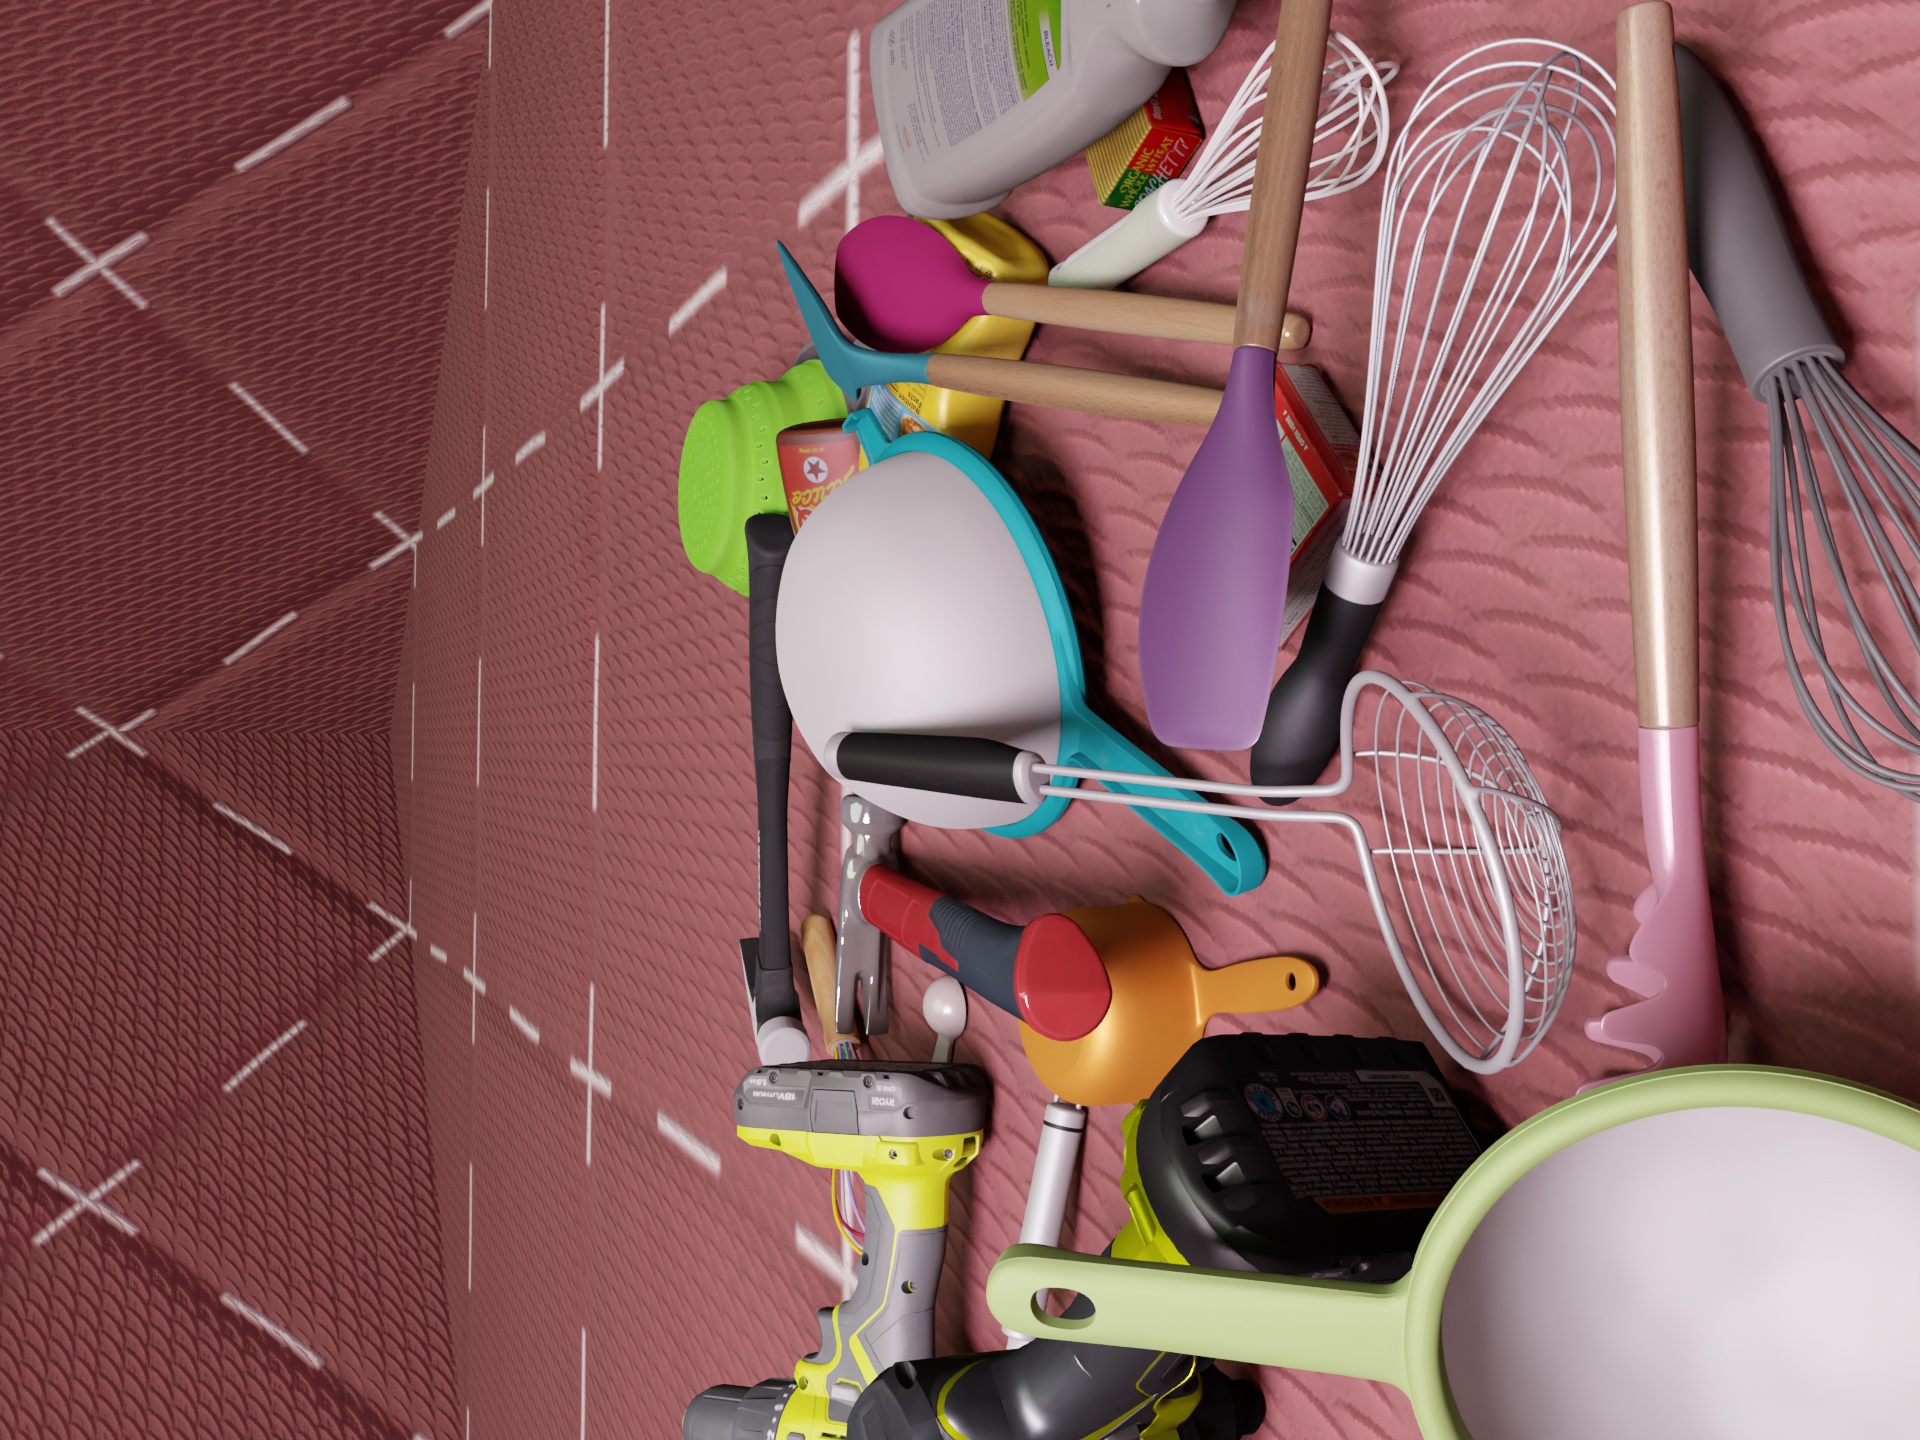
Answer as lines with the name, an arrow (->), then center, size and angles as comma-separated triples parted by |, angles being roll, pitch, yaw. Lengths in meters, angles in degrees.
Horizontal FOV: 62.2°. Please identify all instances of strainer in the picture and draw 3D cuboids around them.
strainer -> 0.030, 0.291, 0.743 | 0.087, 0.050, 0.258 | 8, 83, 38
strainer -> 0.137, 0.143, 0.405 | 0.069, 0.256, 0.151 | -37, -56, -67
strainer -> -0.001, -0.002, 0.738 | 0.341, 0.095, 0.210 | 41, 140, 48

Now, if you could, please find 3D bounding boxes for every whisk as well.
whisk -> 0.143, -0.076, 0.523 | 0.070, 0.070, 0.284 | -117, 29, -44
whisk -> 0.095, -0.213, 0.650 | 0.059, 0.058, 0.246 | 58, 160, -10
whisk -> 0.213, -0.088, 0.409 | 0.055, 0.055, 0.239 | 131, 138, -52
whisk -> -0.070, 0.216, 0.964 | 0.051, 0.047, 0.245 | 85, 169, -46

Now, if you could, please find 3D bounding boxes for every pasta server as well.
pasta server -> 0.180, -0.026, 0.426 | 0.040, 0.060, 0.316 | -2, 97, 24

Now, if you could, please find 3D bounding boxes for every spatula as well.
spatula -> 0.014, -0.167, 0.736 | 0.318, 0.044, 0.082 | 20, 143, 41
spatula -> 0.100, -0.146, 0.529 | 0.060, 0.018, 0.316 | 5, 84, 47

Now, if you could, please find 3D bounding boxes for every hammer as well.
hammer -> -0.010, 0.117, 0.772 | 0.386, 0.038, 0.143 | -177, 90, -75
hammer -> -0.118, 0.039, 0.998 | 0.146, 0.035, 0.334 | -130, 40, -71

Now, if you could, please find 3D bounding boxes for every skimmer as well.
skimmer -> 0.053, 0.037, 0.584 | 0.363, 0.090, 0.127 | 5, 116, 45

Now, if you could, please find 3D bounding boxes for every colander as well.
colander -> -0.098, -0.200, 0.982 | 0.396, 0.094, 0.205 | -60, 38, 45

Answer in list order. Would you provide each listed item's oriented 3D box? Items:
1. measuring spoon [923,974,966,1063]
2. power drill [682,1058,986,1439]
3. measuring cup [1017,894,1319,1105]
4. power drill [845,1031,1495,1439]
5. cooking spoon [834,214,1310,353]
measuring spoon -> -0.018, 0.200, 0.892 | 0.034, 0.018, 0.124 | 41, 126, 57
power drill -> -0.064, 0.298, 0.840 | 0.190, 0.080, 0.228 | -5, 80, 29
measuring cup -> 0.078, 0.115, 0.659 | 0.173, 0.052, 0.095 | 151, 117, -63
power drill -> 0.081, 0.204, 0.544 | 0.223, 0.171, 0.080 | -57, 40, 34
cooking spoon -> 0.031, -0.191, 0.726 | 0.319, 0.017, 0.068 | 23, 117, 47
